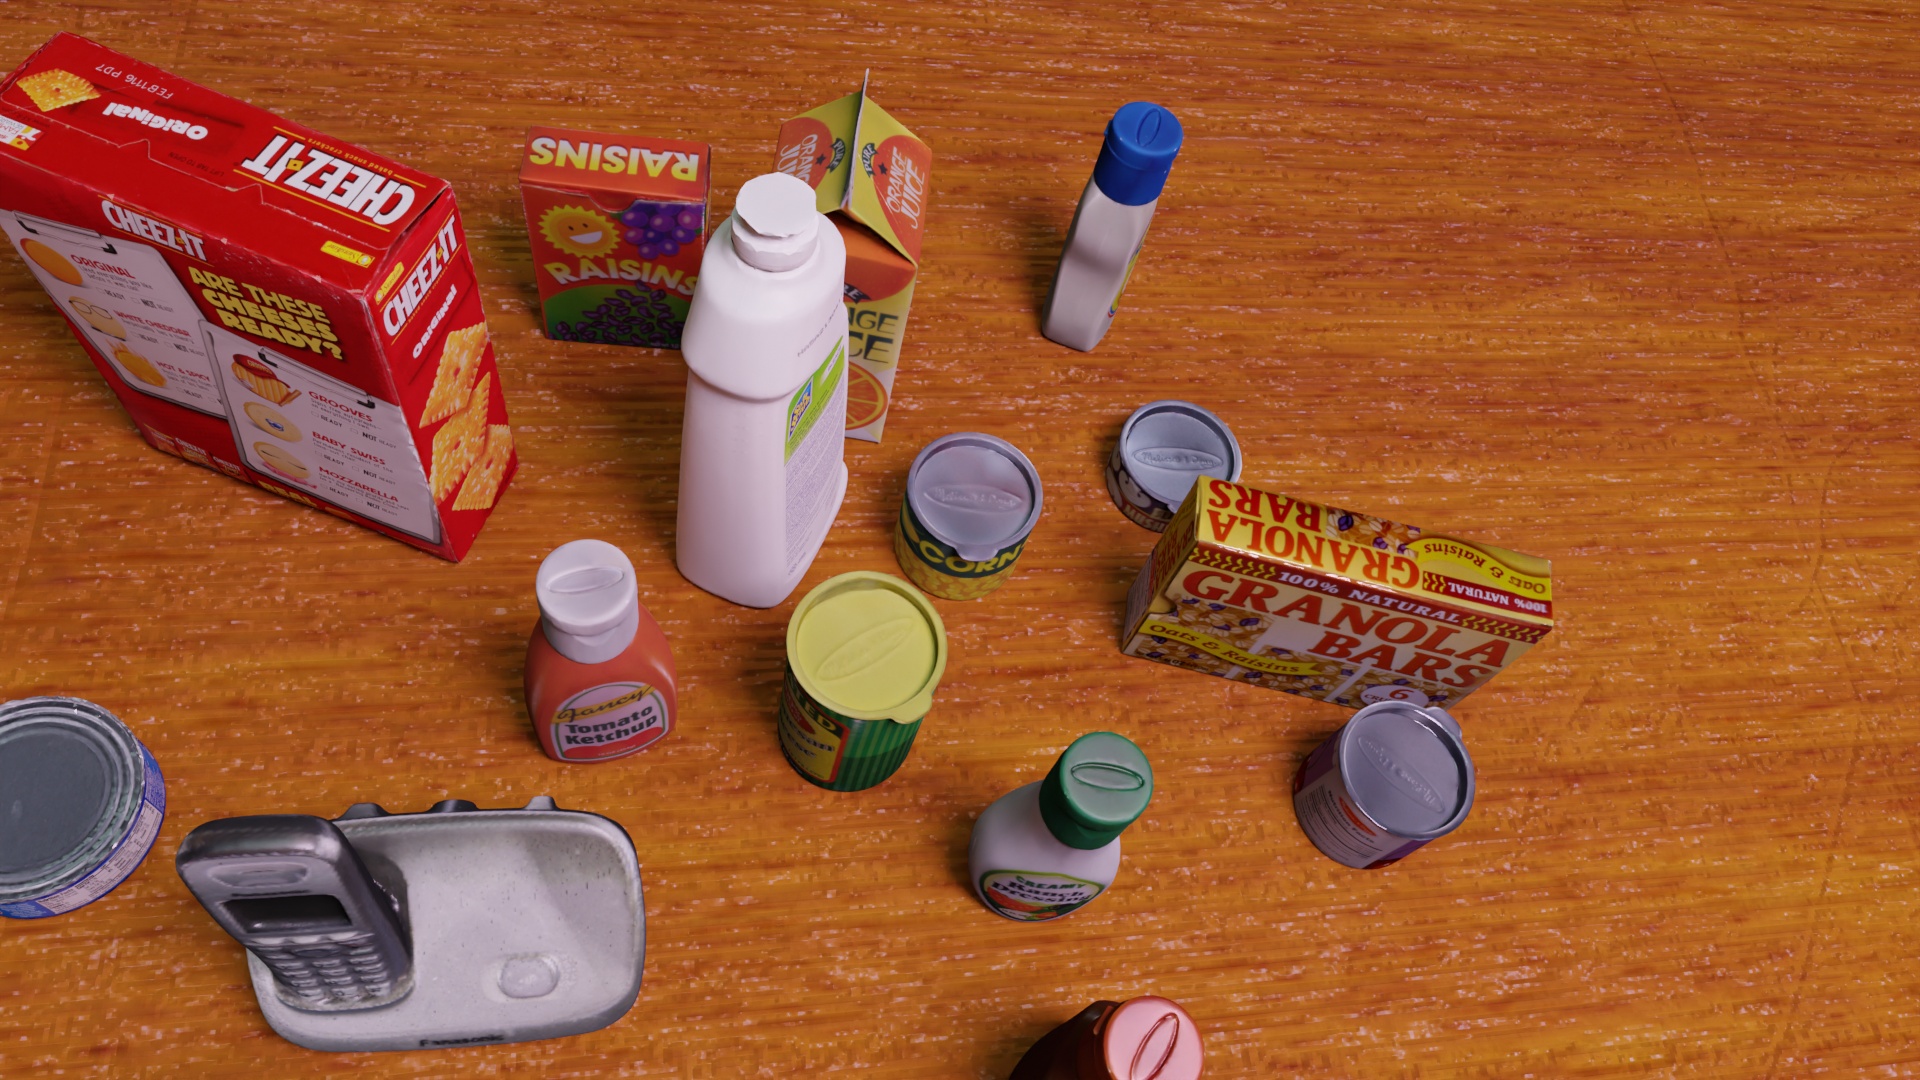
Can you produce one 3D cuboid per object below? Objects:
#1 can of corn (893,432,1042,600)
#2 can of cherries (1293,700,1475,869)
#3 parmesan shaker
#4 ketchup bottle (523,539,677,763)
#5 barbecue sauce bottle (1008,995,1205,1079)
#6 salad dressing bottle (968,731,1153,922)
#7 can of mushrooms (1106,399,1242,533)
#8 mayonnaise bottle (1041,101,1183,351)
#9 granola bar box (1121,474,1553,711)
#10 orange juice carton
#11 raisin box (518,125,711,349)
[{"bbox_3d":[0.002,-0.009,0.689,0.071,0.058,0.071,5,61,-8],"label":"can of corn"},{"bbox_3d":[0.201,0.116,0.659,0.071,0.058,0.072,5,61,-8],"label":"can of cherries"},{"bbox_3d":[-0.045,0.068,0.613,0.071,0.102,0.071,5,61,-8],"label":"parmesan shaker"},{"bbox_3d":[-0.151,0.048,0.577,0.065,0.148,0.044,-12,65,-17],"label":"ketchup bottle"},{"bbox_3d":[0.053,0.205,0.530,0.044,0.147,0.065,36,62,9],"label":"barbecue sauce bottle"},{"bbox_3d":[0.042,0.120,0.575,0.064,0.147,0.044,10,61,-5],"label":"salad dressing bottle"},{"bbox_3d":[0.113,-0.037,0.739,0.071,0.033,0.071,5,61,-8],"label":"can of mushrooms"},{"bbox_3d":[0.080,-0.166,0.737,0.041,0.147,0.065,22,60,1],"label":"mayonnaise bottle"},{"bbox_3d":[0.173,0.033,0.660,0.166,0.123,0.039,13,61,-3],"label":"granola bar box"},{"bbox_3d":[-0.058,-0.131,0.666,0.073,0.191,0.072,9,61,-6],"label":"orange juice carton"},{"bbox_3d":[-0.169,-0.147,0.694,0.086,0.122,0.040,5,62,-8],"label":"raisin box"}]
